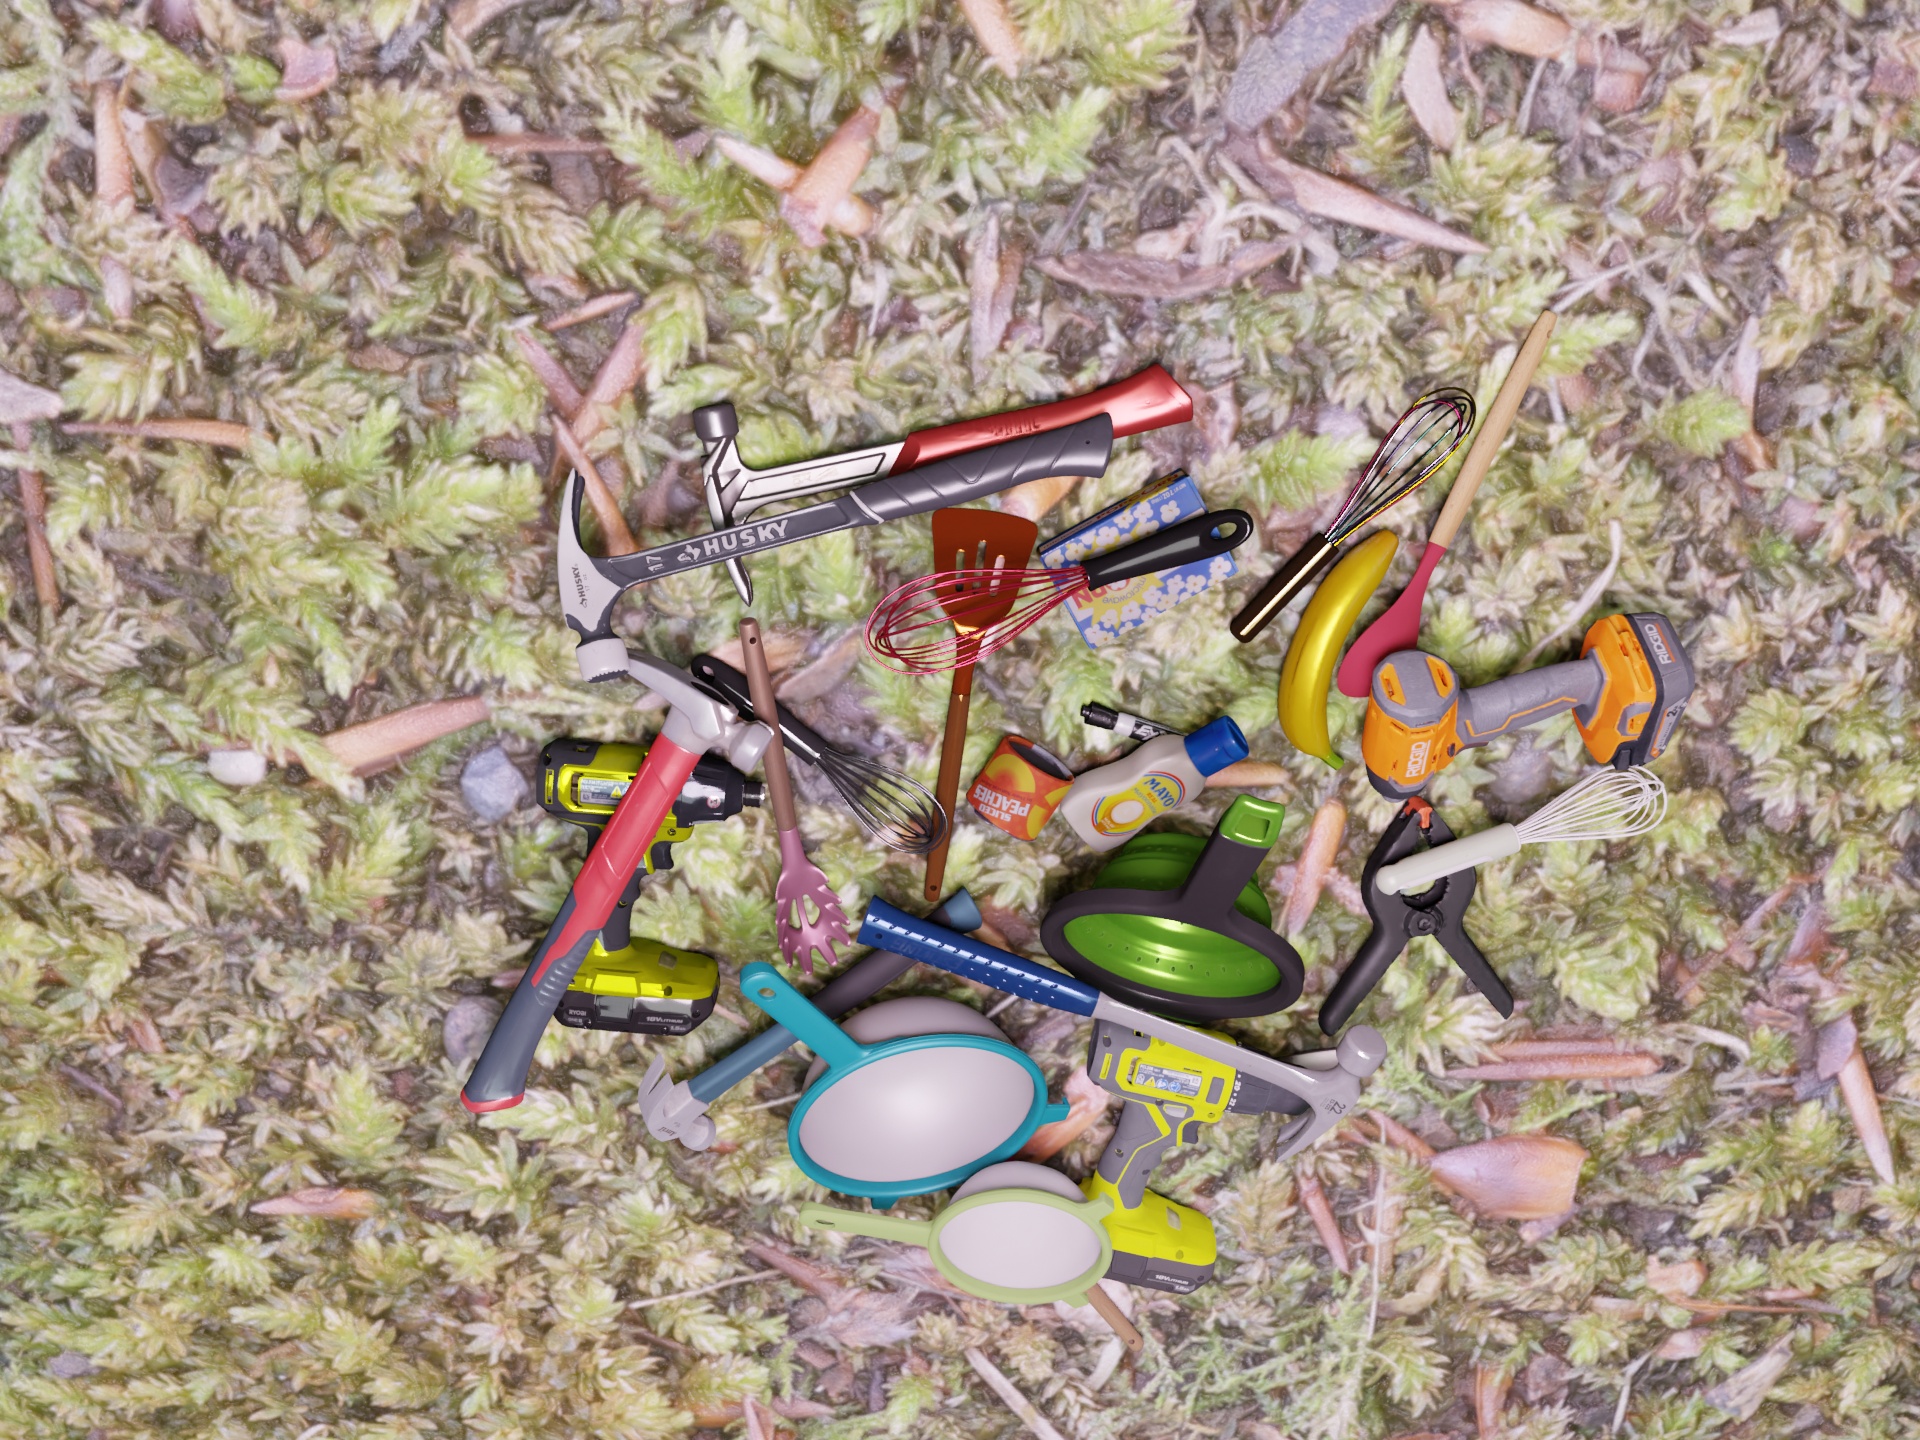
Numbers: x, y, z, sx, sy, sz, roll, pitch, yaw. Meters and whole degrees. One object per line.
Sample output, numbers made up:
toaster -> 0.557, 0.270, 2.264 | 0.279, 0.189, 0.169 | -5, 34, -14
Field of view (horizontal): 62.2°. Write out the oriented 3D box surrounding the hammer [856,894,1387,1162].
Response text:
hammer -> 0.113, 0.230, 1.241 | 0.405, 0.035, 0.144 | 20, 126, 1

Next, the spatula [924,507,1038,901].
spatula -> -0.002, -0.004, 1.243 | 0.081, 0.041, 0.322 | 7, 114, -3

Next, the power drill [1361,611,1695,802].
power drill -> 0.419, 0.000, 1.212 | 0.226, 0.084, 0.164 | -10, 146, 1

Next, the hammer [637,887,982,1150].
hammer -> -0.121, 0.242, 1.301 | 0.331, 0.033, 0.128 | -35, 146, 4

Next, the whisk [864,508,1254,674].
whisk -> 0.072, -0.099, 1.152 | 0.296, 0.073, 0.073 | -18, 110, -2

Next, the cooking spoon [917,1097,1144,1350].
cooking spoon -> 0.070, 0.452, 1.410 | 0.069, 0.017, 0.318 | -35, 107, 11

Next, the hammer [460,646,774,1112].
hammer -> -0.293, 0.131, 1.197 | 0.143, 0.038, 0.386 | 32, 104, -1

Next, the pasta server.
pasta server -> -0.135, 0.063, 1.221 | 0.060, 0.040, 0.316 | -18, 125, -17

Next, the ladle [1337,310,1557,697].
ladle -> 0.368, -0.155, 1.186 | 0.069, 0.031, 0.315 | 13, 105, -43

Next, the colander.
colander -> 0.178, 0.113, 1.170 | 0.204, 0.095, 0.396 | 15, 152, 3

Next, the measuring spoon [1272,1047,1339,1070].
measuring spoon -> 0.288, 0.297, 1.361 | 0.124, 0.018, 0.034 | -8, 110, 2

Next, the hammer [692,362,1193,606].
hammer -> -0.008, -0.189, 1.165 | 0.359, 0.037, 0.149 | -11, 107, 2

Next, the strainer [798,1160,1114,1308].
strainer -> -0.002, 0.405, 1.315 | 0.256, 0.069, 0.151 | 8, 128, 1

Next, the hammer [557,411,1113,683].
hammer -> -0.088, -0.150, 1.126 | 0.409, 0.036, 0.149 | -16, 84, -1

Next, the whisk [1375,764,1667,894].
whisk -> 0.445, 0.091, 1.260 | 0.246, 0.057, 0.059 | -19, 72, -4

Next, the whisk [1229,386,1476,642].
whisk -> 0.291, -0.152, 1.193 | 0.047, 0.051, 0.245 | 45, 108, 7

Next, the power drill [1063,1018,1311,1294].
power drill -> 0.186, 0.364, 1.345 | 0.190, 0.080, 0.228 | 13, 109, 0

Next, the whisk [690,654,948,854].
whisk -> -0.109, 0.023, 1.231 | 0.239, 0.055, 0.055 | 37, 105, -6

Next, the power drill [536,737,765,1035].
power drill -> -0.246, 0.129, 1.254 | 0.171, 0.080, 0.223 | 5, 106, -3

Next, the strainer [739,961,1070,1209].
strainer -> -0.073, 0.254, 1.257 | 0.211, 0.095, 0.340 | -30, 131, 12
